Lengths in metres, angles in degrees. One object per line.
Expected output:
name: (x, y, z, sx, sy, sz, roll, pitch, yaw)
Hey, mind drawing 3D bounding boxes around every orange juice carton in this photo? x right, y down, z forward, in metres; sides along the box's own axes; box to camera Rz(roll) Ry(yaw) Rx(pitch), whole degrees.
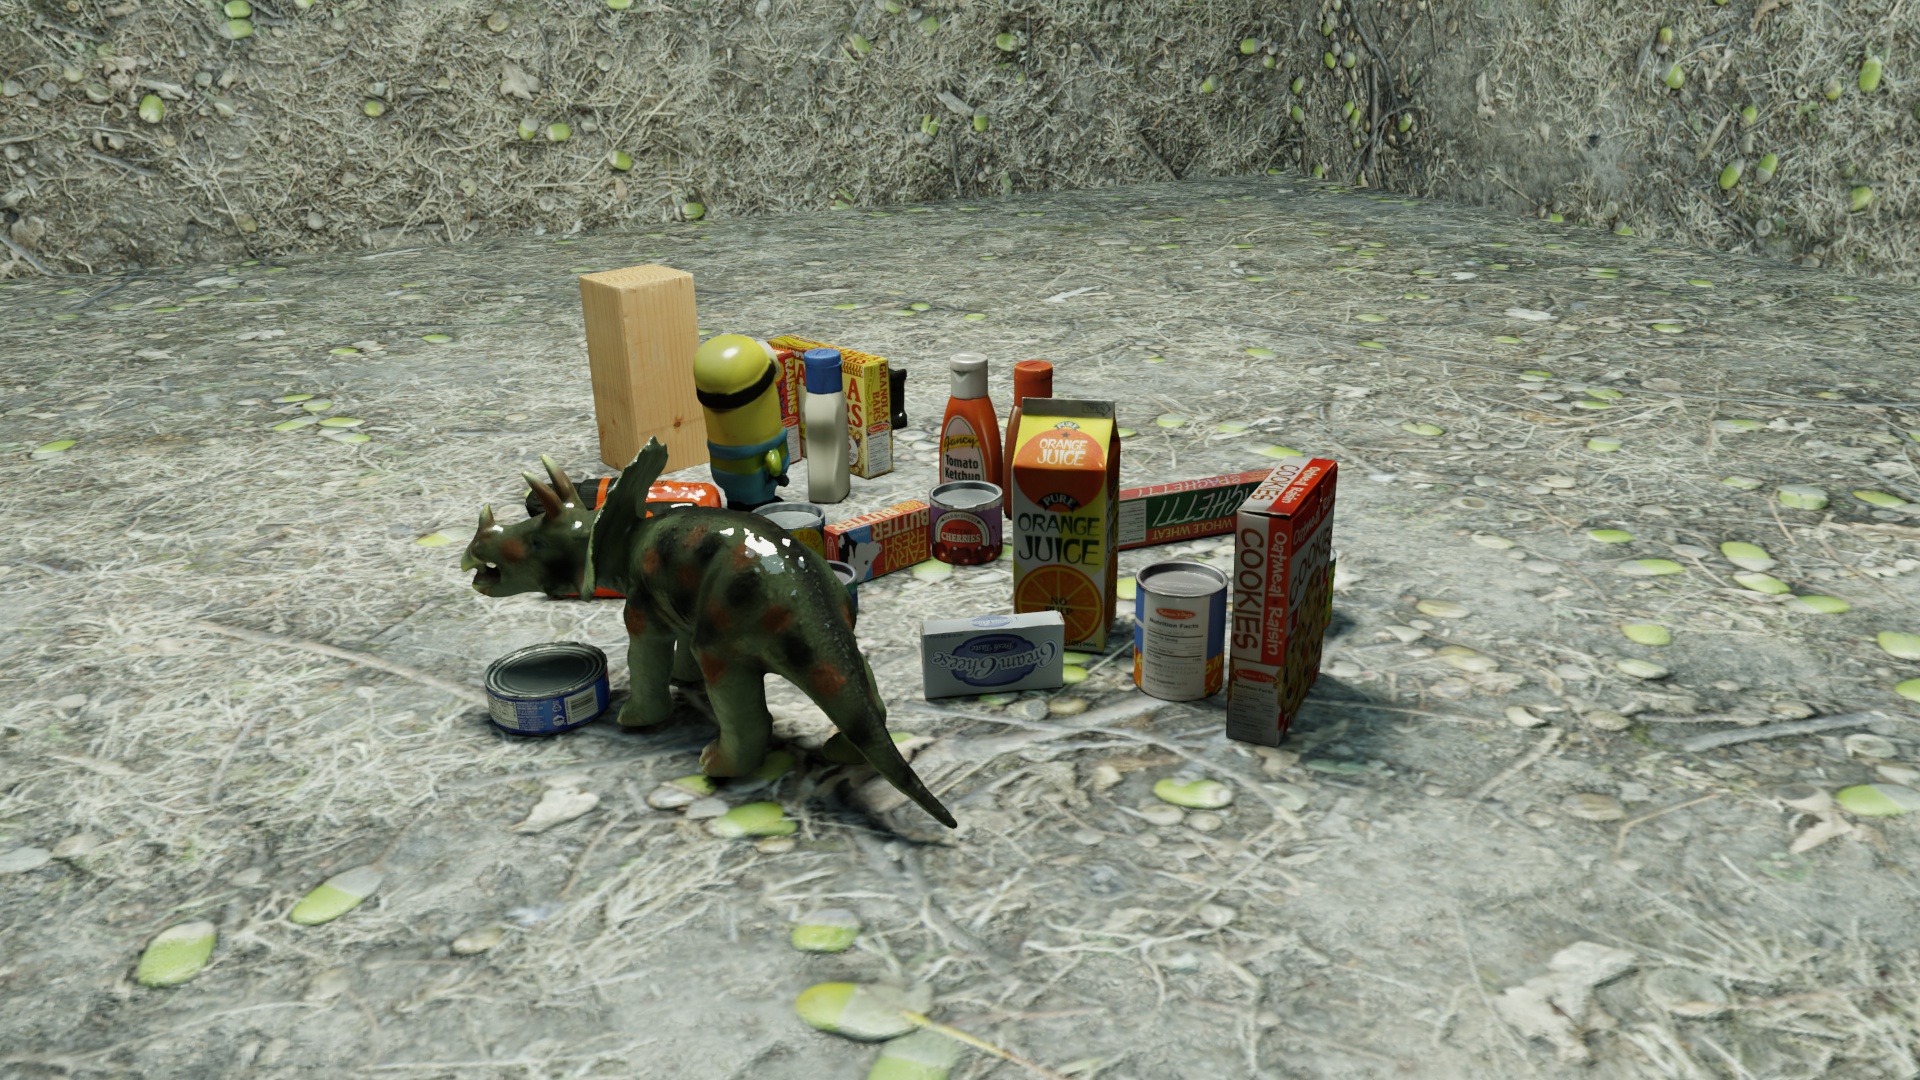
orange juice carton: (0.082, -0.017, 1.065, 0.072, 0.191, 0.073, 4, 22, 14)

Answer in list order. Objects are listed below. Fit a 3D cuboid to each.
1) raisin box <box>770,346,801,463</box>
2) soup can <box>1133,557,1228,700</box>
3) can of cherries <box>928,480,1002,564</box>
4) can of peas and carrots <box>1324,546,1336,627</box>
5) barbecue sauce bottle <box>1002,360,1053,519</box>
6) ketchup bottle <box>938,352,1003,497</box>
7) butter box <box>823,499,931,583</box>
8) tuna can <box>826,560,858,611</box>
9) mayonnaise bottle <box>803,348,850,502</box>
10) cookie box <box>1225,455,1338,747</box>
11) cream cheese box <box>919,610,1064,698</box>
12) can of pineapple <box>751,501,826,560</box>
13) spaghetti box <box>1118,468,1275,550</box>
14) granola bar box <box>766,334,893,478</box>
raisin box: (-0.218, -0.147, 1.499, 0.086, 0.123, 0.040, 16, 27, 36)
soup can: (0.160, 0.064, 1.007, 0.071, 0.083, 0.071, -1, 22, 1)
can of cherries: (0.004, -0.016, 1.246, 0.071, 0.058, 0.072, -1, 22, 1)
can of peas and carrots: (0.265, 0.034, 1.108, 0.071, 0.058, 0.071, -1, 22, 1)
barbecue sauce bottle: (0.069, -0.095, 1.321, 0.065, 0.148, 0.044, -21, 29, -41)
ketchup bottle: (0.010, -0.107, 1.353, 0.065, 0.148, 0.044, 11, 25, 28)
butter box: (-0.071, 0.002, 1.212, 0.104, 0.053, 0.024, -19, 28, -37)
tuna can: (-0.118, 0.044, 1.138, 0.071, 0.032, 0.071, -1, 22, 1)
mayonnaise bottle: (-0.134, -0.115, 1.381, 0.041, 0.147, 0.065, 2, 22, 8)
cookie box: (0.222, 0.038, 0.955, 0.040, 0.166, 0.123, 9, 24, 25)
cream cheese box: (0.023, 0.083, 1.007, 0.104, 0.053, 0.024, -4, 22, -8)
can of pineapple: (-0.148, 0.004, 1.205, 0.071, 0.057, 0.071, -1, 22, 1)
spaghetti box: (0.188, -0.025, 1.270, 0.251, 0.050, 0.029, -9, 23, -18)
granola bar box: (-0.140, -0.146, 1.490, 0.039, 0.123, 0.166, -20, 29, -40)
